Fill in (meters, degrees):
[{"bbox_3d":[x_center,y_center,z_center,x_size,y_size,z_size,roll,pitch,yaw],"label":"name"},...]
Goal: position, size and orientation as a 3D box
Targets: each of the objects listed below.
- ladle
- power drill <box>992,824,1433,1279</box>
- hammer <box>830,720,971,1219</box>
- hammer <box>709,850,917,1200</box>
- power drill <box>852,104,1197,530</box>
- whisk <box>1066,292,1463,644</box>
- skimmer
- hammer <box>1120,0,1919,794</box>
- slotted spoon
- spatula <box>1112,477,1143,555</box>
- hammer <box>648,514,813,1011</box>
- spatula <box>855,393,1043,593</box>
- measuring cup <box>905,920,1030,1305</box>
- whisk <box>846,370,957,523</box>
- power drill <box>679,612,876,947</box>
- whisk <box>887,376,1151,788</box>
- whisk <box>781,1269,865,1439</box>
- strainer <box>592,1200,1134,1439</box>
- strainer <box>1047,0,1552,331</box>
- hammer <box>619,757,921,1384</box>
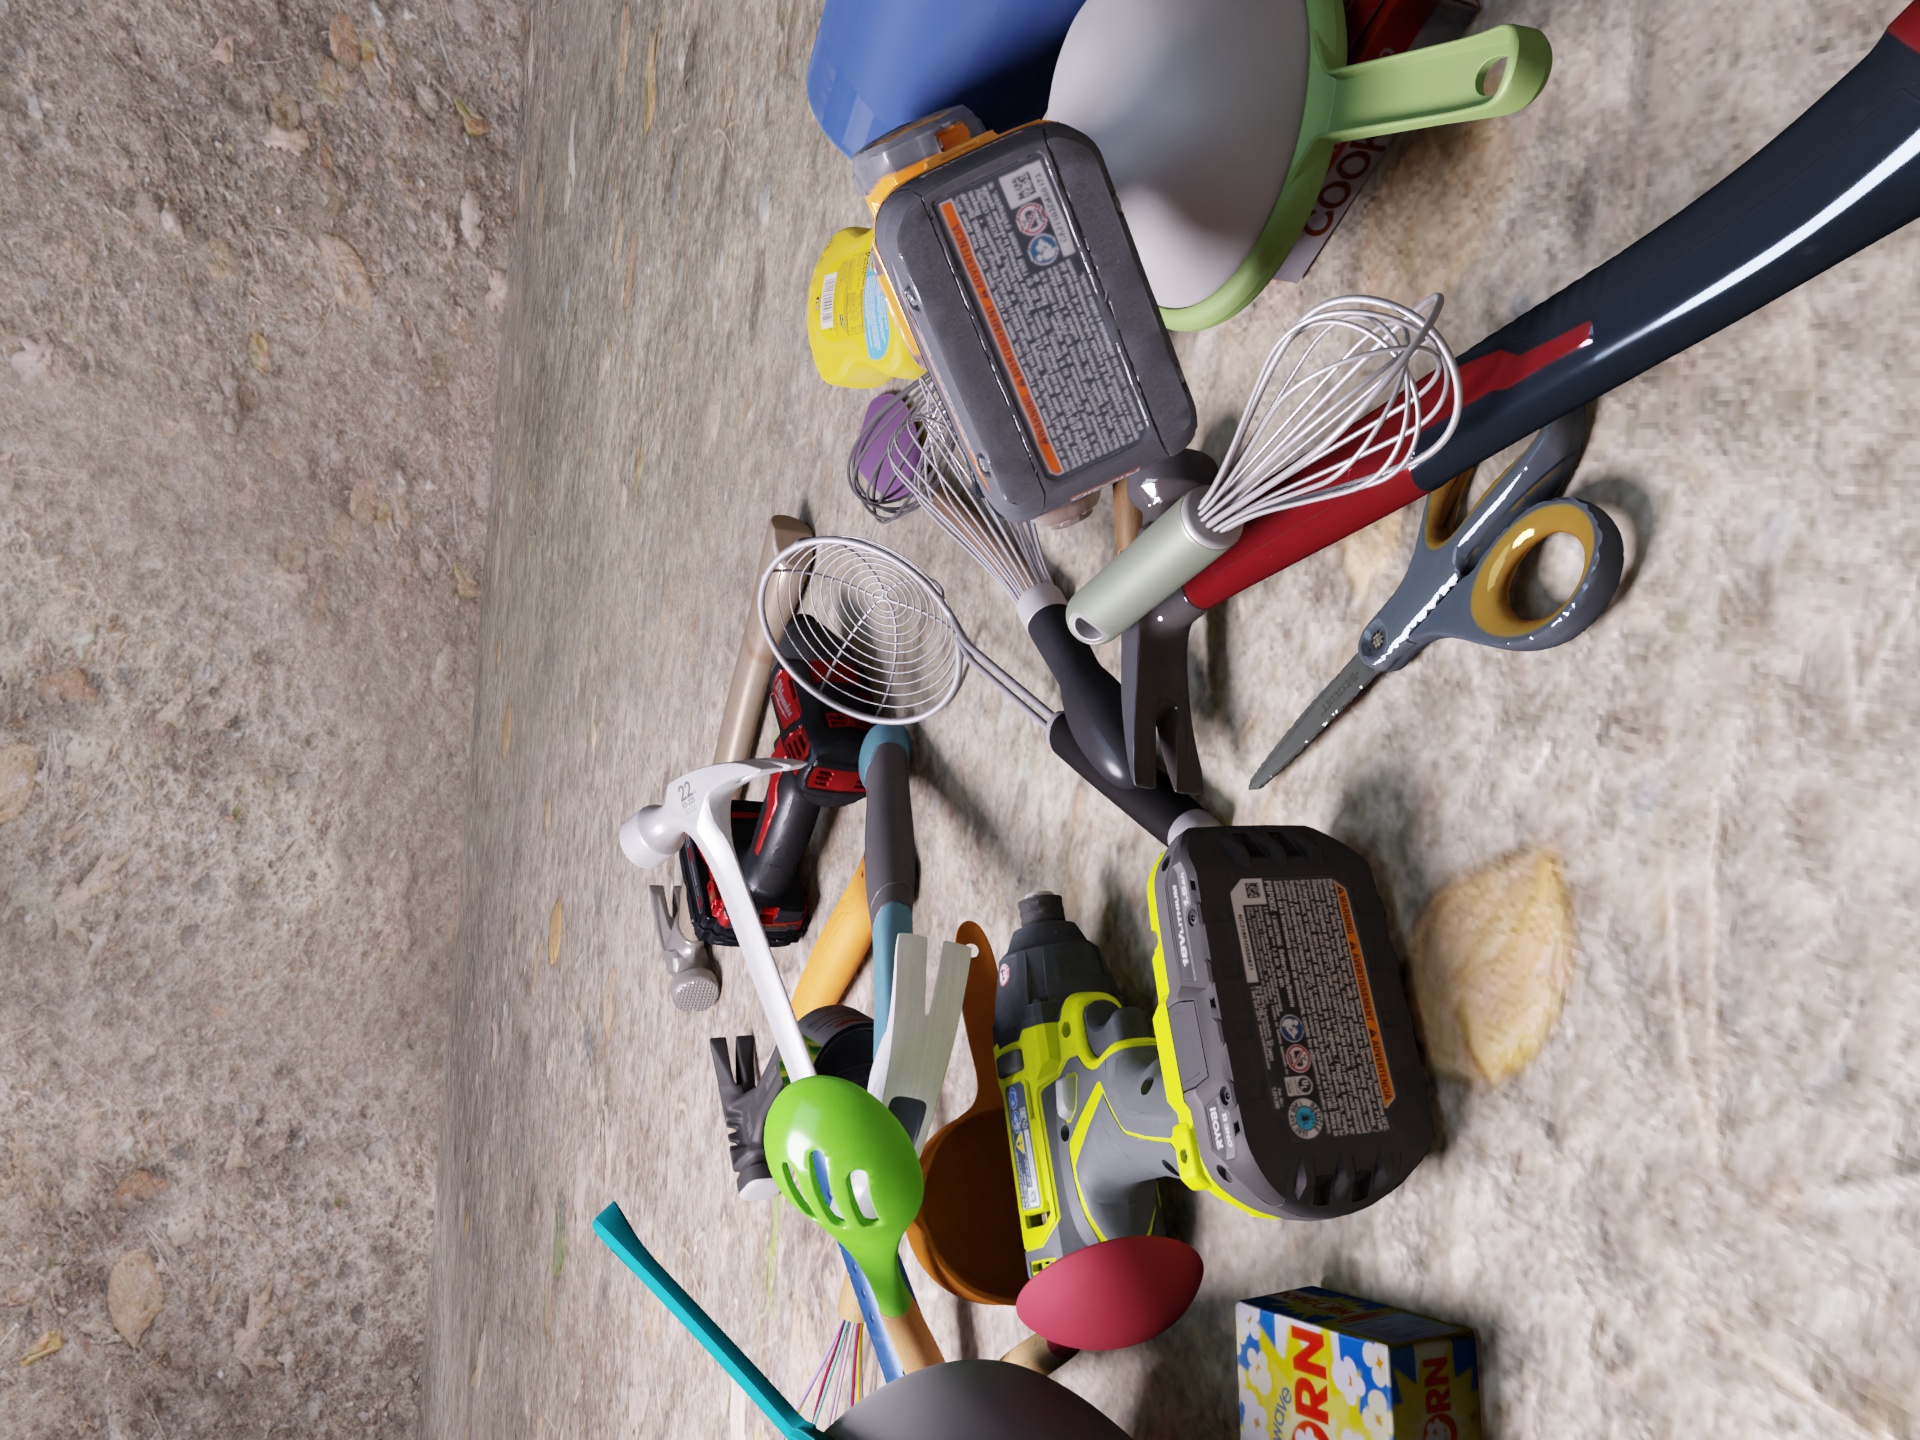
[{"bbox_3d":[0.037,0.265,0.675,0.315,0.069,0.031,107,159,-60],"label":"ladle"},{"bbox_3d":[0.077,0.128,0.630,0.223,0.080,0.171,134,132,-59],"label":"power drill"},{"bbox_3d":[-0.036,0.097,0.815,0.331,0.033,0.128,-97,23,-61],"label":"hammer"},{"bbox_3d":[-0.101,0.185,1.049,0.336,0.034,0.127,-61,36,42],"label":"hammer"},{"bbox_3d":[0.023,-0.142,0.620,0.226,0.084,0.185,-110,-4,-69],"label":"power drill"},{"bbox_3d":[0.091,-0.074,0.550,0.059,0.058,0.246,-55,6,-25],"label":"whisk"},{"bbox_3d":[-0.001,-0.003,0.795,0.364,0.090,0.127,42,156,56],"label":"skimmer"},{"bbox_3d":[0.152,-0.078,0.498,0.386,0.038,0.143,150,125,-65],"label":"hammer"},{"bbox_3d":[-0.020,0.276,0.709,0.031,0.070,0.313,-65,-35,-48],"label":"slotted spoon"},{"bbox_3d":[0.065,-0.216,0.735,0.082,0.044,0.317,-17,73,60],"label":"spatula"},{"bbox_3d":[-0.181,0.026,1.239,0.146,0.038,0.410,-120,41,-51],"label":"hammer"},{"bbox_3d":[-0.009,-0.126,0.911,0.316,0.018,0.059,52,129,56],"label":"spatula"},{"bbox_3d":[0.011,0.184,0.744,0.052,0.095,0.174,124,141,-62],"label":"measuring cup"},{"bbox_3d":[0.004,-0.197,0.848,0.239,0.055,0.055,-52,41,37],"label":"whisk"},{"bbox_3d":[-0.119,0.040,1.063,0.219,0.078,0.143,-60,36,39],"label":"power drill"},{"bbox_3d":[0.028,-0.072,0.746,0.070,0.070,0.285,-66,34,37],"label":"whisk"},{"bbox_3d":[-0.064,0.374,0.949,0.047,0.051,0.245,22,104,42],"label":"whisk"},{"bbox_3d":[-0.008,0.286,0.641,0.341,0.095,0.210,36,154,25],"label":"strainer"},{"bbox_3d":[0.091,-0.213,0.546,0.256,0.069,0.151,-146,62,-65],"label":"strainer"},{"bbox_3d":[-0.076,0.209,0.862,0.144,0.035,0.406,-35,71,39],"label":"hammer"}]
